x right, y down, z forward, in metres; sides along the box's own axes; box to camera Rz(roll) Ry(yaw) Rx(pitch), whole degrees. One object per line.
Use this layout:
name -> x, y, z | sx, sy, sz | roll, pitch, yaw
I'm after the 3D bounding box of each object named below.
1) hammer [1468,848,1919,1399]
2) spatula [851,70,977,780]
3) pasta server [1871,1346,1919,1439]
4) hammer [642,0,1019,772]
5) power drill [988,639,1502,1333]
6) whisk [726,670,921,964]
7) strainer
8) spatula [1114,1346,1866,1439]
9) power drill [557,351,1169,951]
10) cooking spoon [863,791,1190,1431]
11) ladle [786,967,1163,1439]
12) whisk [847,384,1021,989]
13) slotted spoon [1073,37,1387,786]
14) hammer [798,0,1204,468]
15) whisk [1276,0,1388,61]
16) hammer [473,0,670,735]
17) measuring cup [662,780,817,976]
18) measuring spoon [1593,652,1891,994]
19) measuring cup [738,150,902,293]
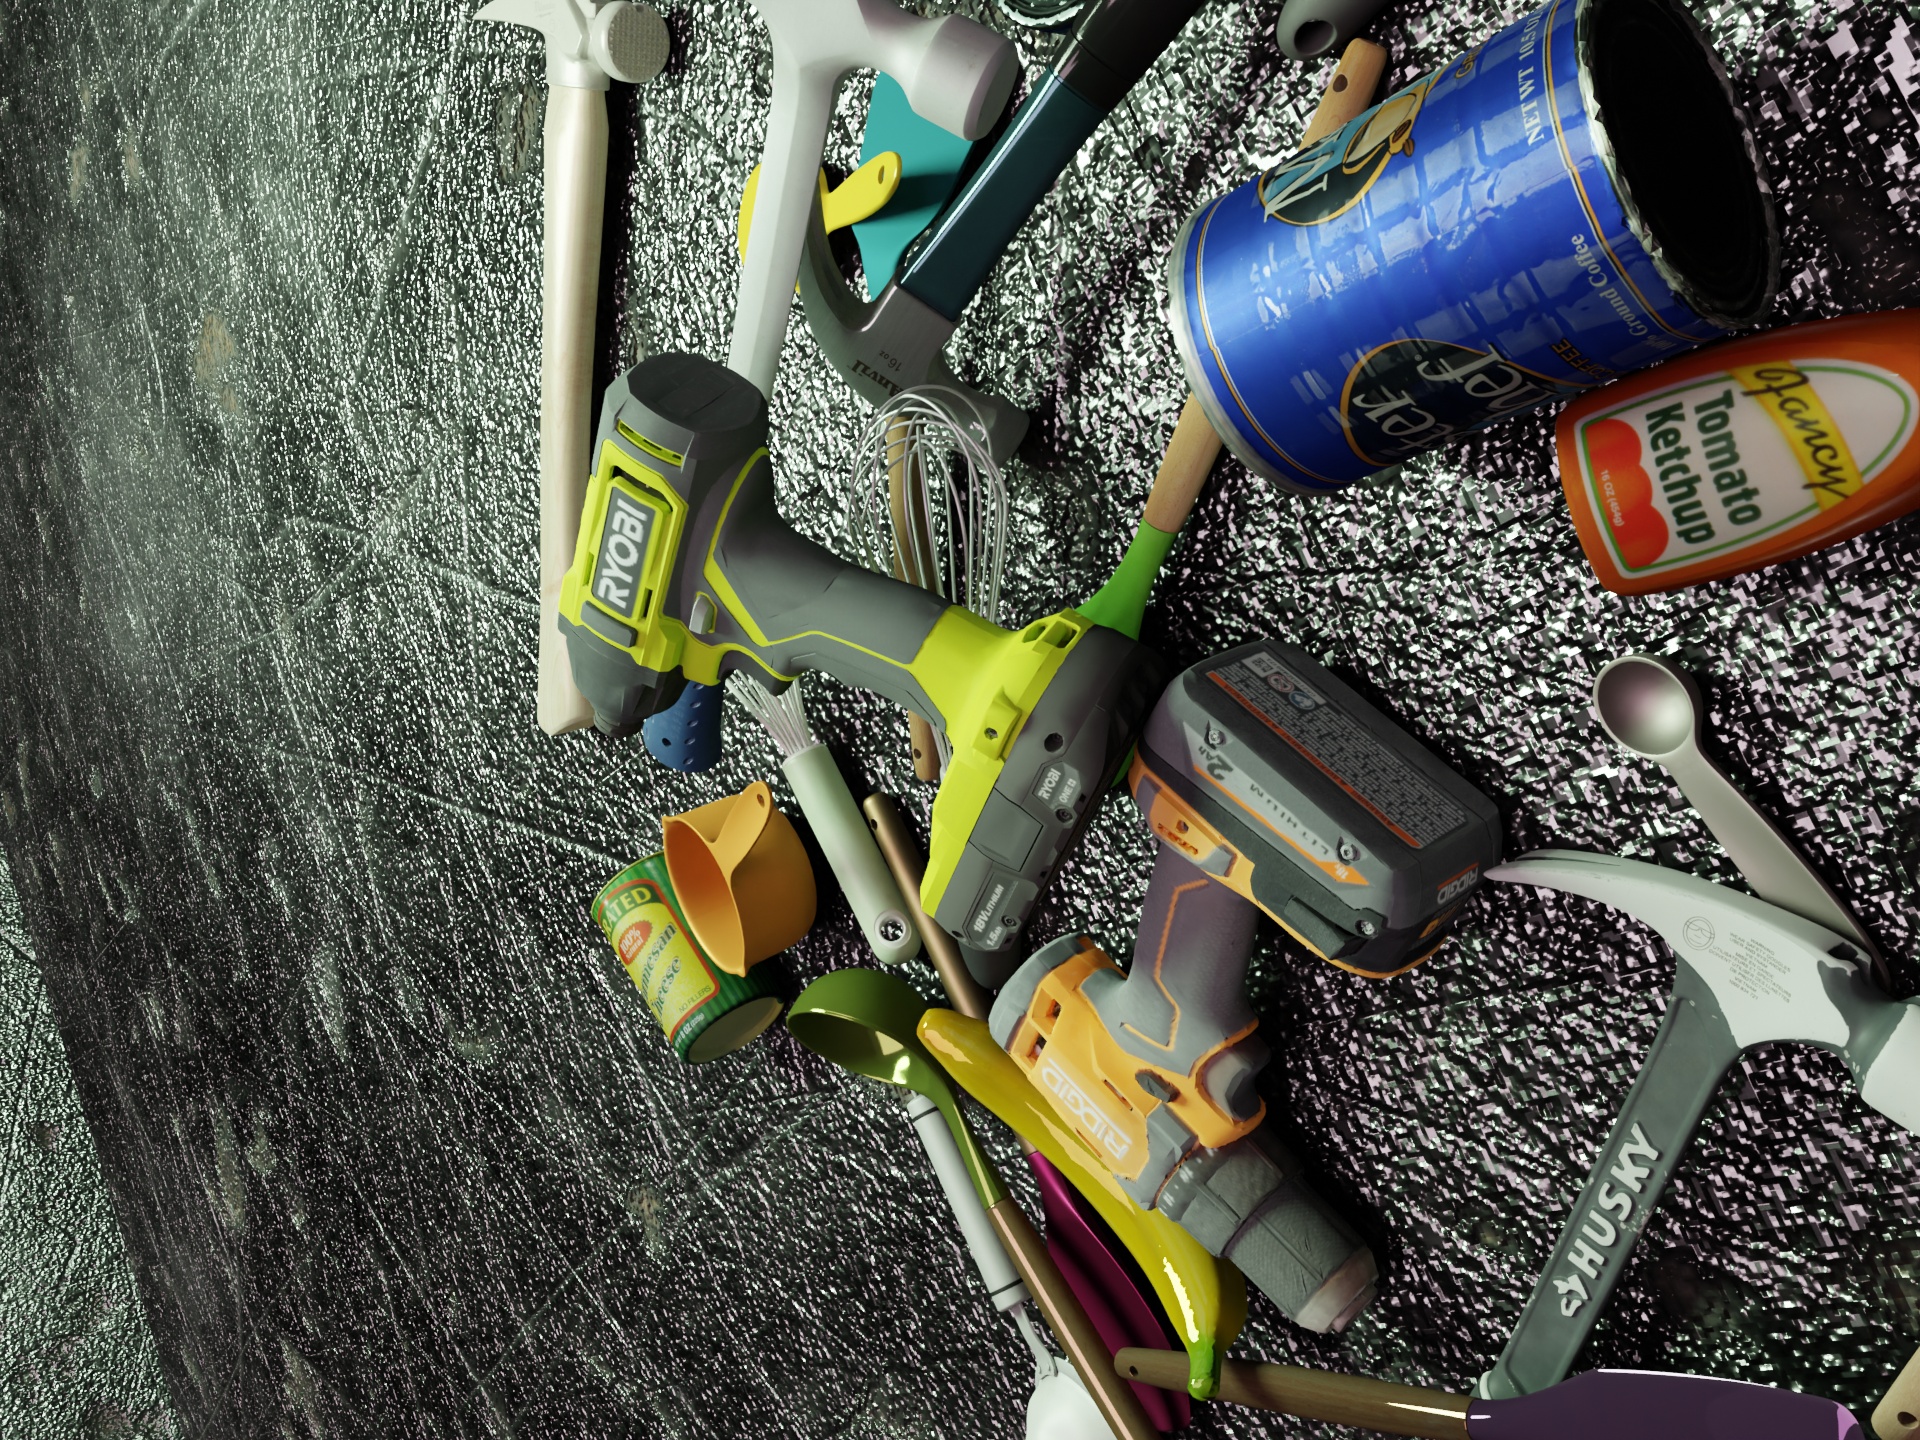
hammer -> 0.196, 0.230, 0.563 | 0.149, 0.036, 0.408 | 37, 127, 39
spatula -> -0.015, -0.125, 0.704 | 0.082, 0.044, 0.317 | 17, 117, 44
pasta server -> 0.318, 0.084, 0.406 | 0.060, 0.040, 0.316 | 37, 129, 34
hammer -> -0.096, -0.118, 0.655 | 0.144, 0.035, 0.405 | 29, 138, 7
power drill -> 0.112, 0.108, 0.593 | 0.185, 0.084, 0.226 | 44, 133, 27
whisk -> -0.083, 0.011, 0.801 | 0.246, 0.058, 0.059 | 62, 171, 10
strainer -> 0.026, 0.283, 0.761 | 0.259, 0.050, 0.086 | 64, 151, 18
spatula -> 0.164, 0.249, 0.567 | 0.316, 0.018, 0.060 | -18, 86, 51
power drill -> -0.049, -0.016, 0.609 | 0.223, 0.080, 0.171 | 31, 131, 9
cooking spoon -> 0.027, 0.176, 0.743 | 0.319, 0.017, 0.068 | 64, 147, 13
ladle -> 0.021, 0.248, 0.719 | 0.320, 0.062, 0.078 | 56, 158, 20
whisk -> -0.002, -0.002, 0.674 | 0.070, 0.070, 0.284 | 20, 127, 42
slotted spoon -> 0.084, -0.098, 0.602 | 0.070, 0.031, 0.313 | 45, 128, 33
hammer -> 0.052, -0.234, 0.560 | 0.128, 0.033, 0.331 | 31, 129, -17
whisk -> 0.172, -0.275, 0.450 | 0.239, 0.055, 0.055 | -39, 72, 50
hammer -> -0.227, -0.189, 0.902 | 0.146, 0.038, 0.410 | 28, 120, 41
measuring cup -> -0.099, 0.063, 0.797 | 0.095, 0.052, 0.173 | 60, 148, 15
measuring spoon -> 0.240, 0.029, 0.482 | 0.124, 0.018, 0.034 | 55, 150, 12
measuring cup -> -0.064, -0.223, 0.683 | 0.157, 0.029, 0.062 | -165, 79, -66
